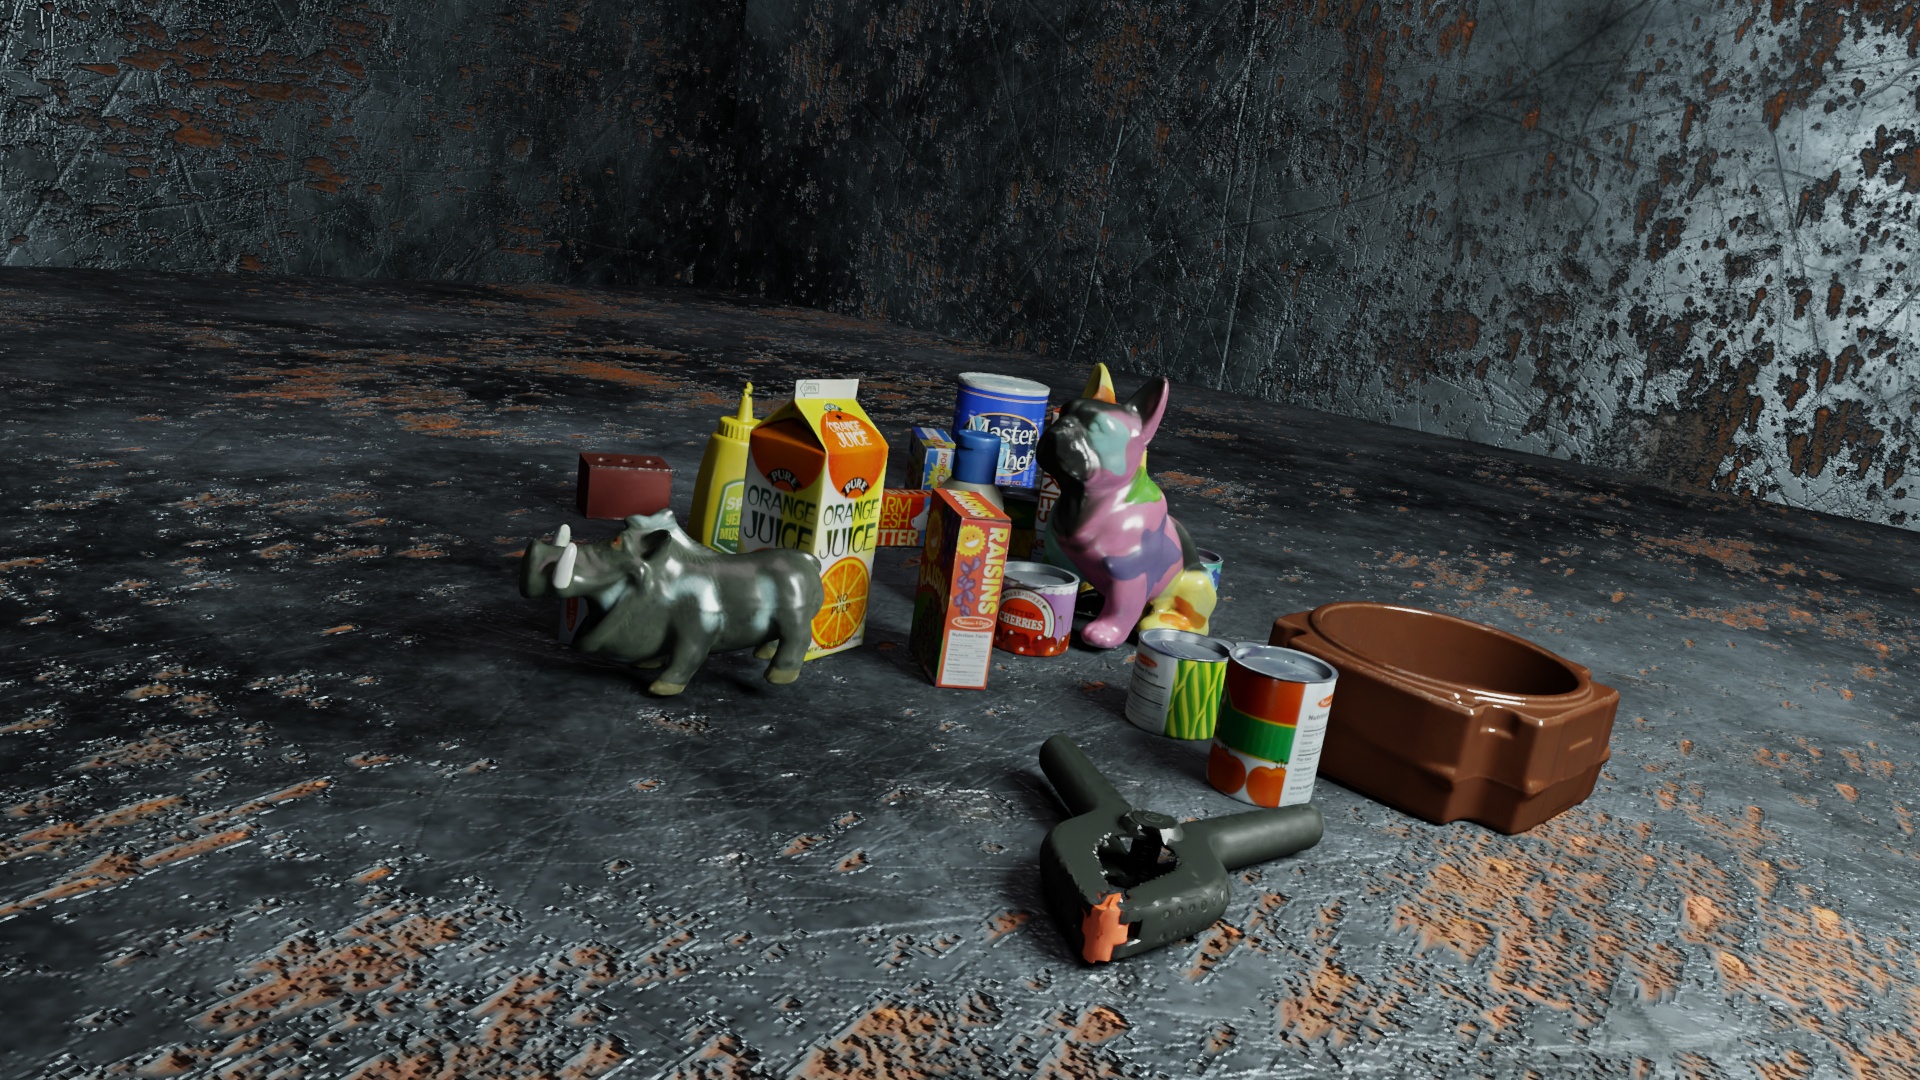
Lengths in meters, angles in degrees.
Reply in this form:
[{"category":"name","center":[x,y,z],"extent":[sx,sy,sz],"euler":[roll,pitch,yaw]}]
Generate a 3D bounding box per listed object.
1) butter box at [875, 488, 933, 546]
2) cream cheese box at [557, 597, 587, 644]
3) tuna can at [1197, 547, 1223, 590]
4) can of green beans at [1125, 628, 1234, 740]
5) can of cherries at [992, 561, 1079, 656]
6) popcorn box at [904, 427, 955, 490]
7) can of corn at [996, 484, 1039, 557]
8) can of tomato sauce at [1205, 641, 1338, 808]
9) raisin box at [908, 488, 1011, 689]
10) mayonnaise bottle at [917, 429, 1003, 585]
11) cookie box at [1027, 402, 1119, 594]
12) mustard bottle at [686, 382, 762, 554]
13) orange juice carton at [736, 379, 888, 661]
[{"category":"butter box","center":[-0.056,-0.022,1.319],"extent":[0.104,0.053,0.024],"euler":[1,15,-29]},{"category":"cream cheese box","center":[-0.240,0.036,0.968],"extent":[0.024,0.053,0.104],"euler":[13,14,18]},{"category":"tuna can","center":[0.215,0.027,1.328],"extent":[0.071,0.032,0.071],"euler":[8,13,-2]},{"category":"can of green beans","center":[0.149,0.097,0.947],"extent":[0.071,0.057,0.071],"euler":[8,13,-2]},{"category":"can of cherries","center":[0.054,0.053,1.071],"extent":[0.071,0.058,0.071],"euler":[8,13,-2]},{"category":"popcorn box","center":[-0.031,-0.065,1.445],"extent":[0.038,0.085,0.127],"euler":[6,14,-11]},{"category":"can of corn","center":[0.054,-0.020,1.369],"extent":[0.071,0.058,0.071],"euler":[8,13,-2]},{"category":"can of tomato sauce","center":[0.189,0.113,0.855],"extent":[0.071,0.083,0.071],"euler":[8,13,-2]},{"category":"raisin box","center":[-0.001,0.033,0.981],"extent":[0.040,0.123,0.086],"euler":[5,14,-16]},{"category":"mayonnaise bottle","center":[0.004,-0.014,1.123],"extent":[0.065,0.147,0.041],"euler":[18,16,36]},{"category":"cookie box","center":[0.107,-0.037,1.239],"extent":[0.040,0.167,0.123],"euler":[14,14,23]},{"category":"mustard bottle","center":[-0.182,-0.048,1.123],"extent":[0.065,0.159,0.049],"euler":[0,16,-33]},{"category":"orange juice carton","center":[-0.106,-0.020,0.984],"extent":[0.073,0.192,0.072],"euler":[17,15,31]}]
